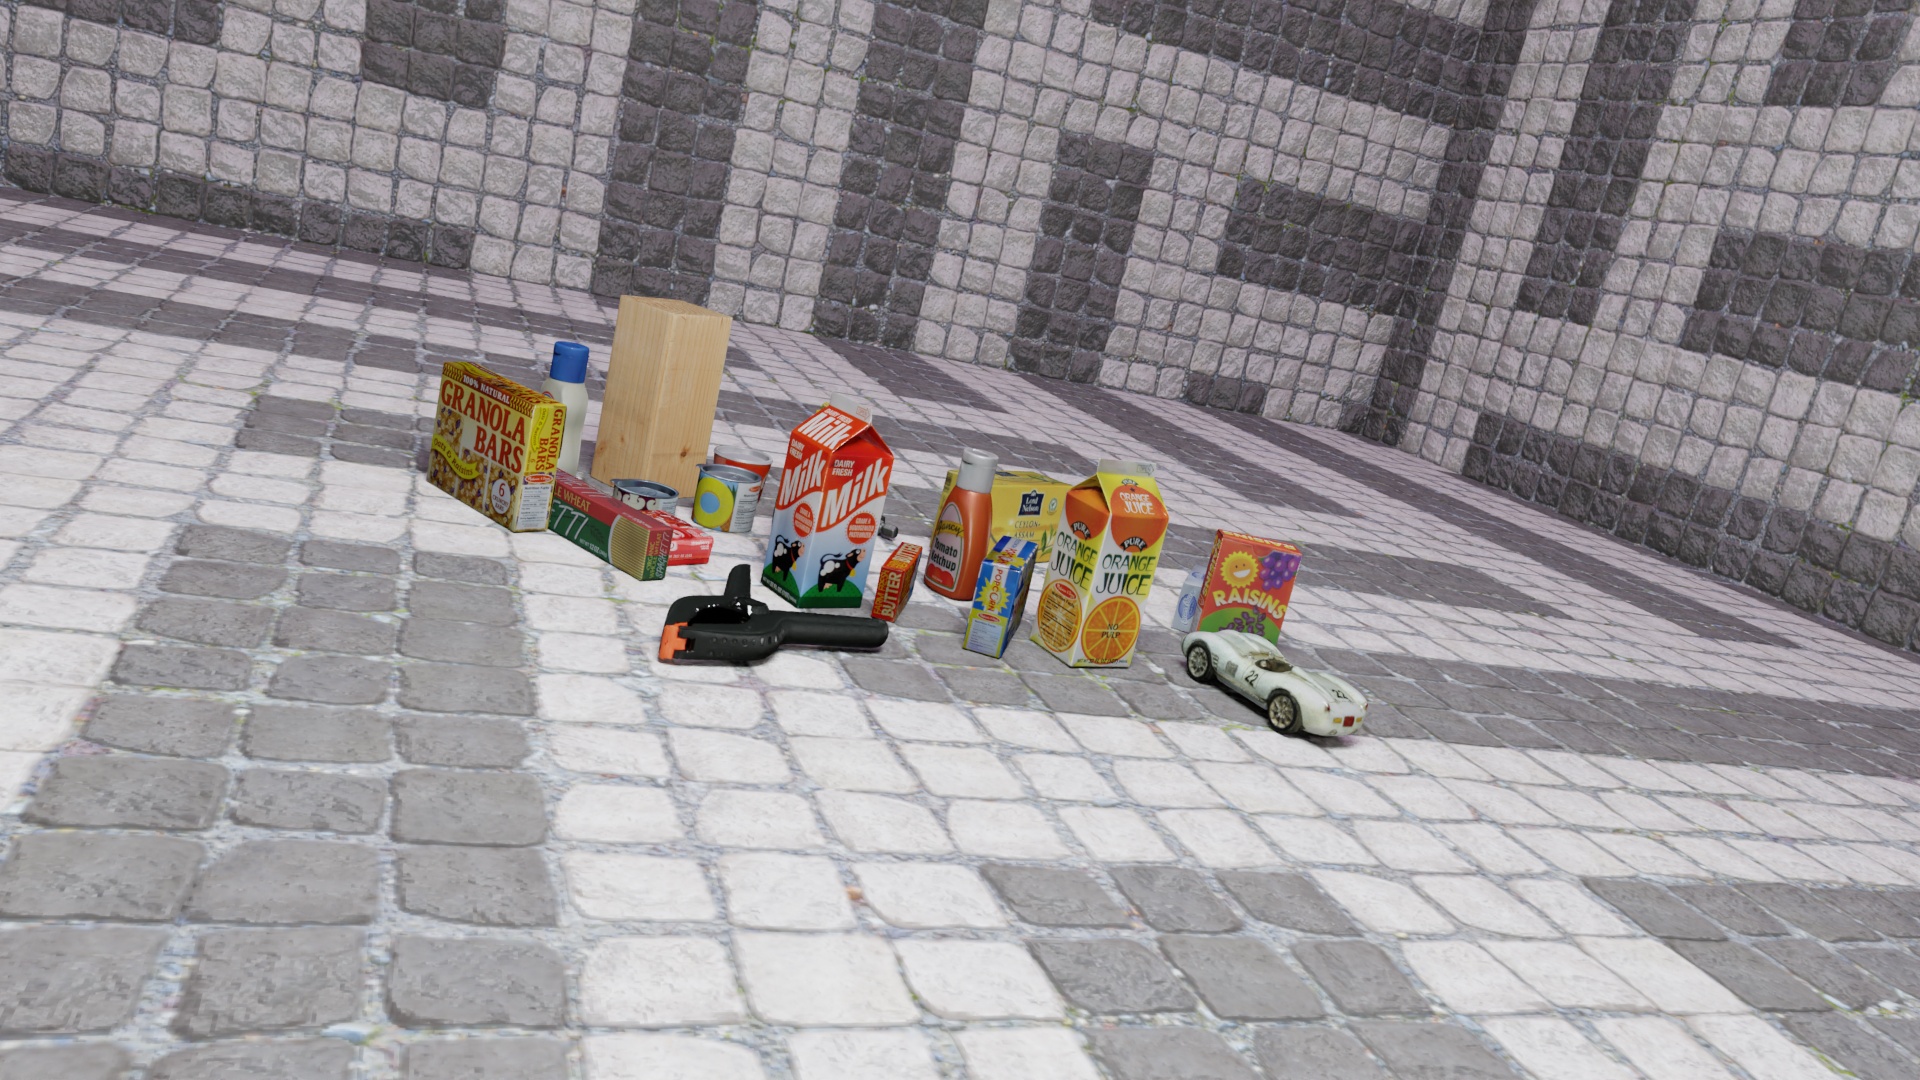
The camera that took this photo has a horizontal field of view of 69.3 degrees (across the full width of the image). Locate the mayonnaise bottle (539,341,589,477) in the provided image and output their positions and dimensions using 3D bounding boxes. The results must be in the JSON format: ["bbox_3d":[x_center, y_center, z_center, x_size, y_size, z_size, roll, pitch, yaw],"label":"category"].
[{"bbox_3d":[-0.424,-0.136,1.475,0.041,0.147,0.065,-1,19,-46],"label":"mayonnaise bottle"}]

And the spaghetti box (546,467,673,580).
[{"bbox_3d":[-0.359,-0.027,1.307,0.250,0.050,0.029,24,17,37],"label":"spaghetti box"}]

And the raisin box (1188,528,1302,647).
[{"bbox_3d":[0.290,0.058,1.424,0.086,0.123,0.040,13,13,-1],"label":"raisin box"}]

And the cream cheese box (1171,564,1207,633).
[{"bbox_3d":[0.254,0.063,1.515,0.024,0.053,0.104,16,14,13],"label":"cream cheese box"}]

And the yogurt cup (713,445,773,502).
[{"bbox_3d":[-0.253,-0.074,1.588,0.072,0.053,0.072,13,14,-3],"label":"yogurt cup"}]

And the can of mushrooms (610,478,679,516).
[{"bbox_3d":[-0.326,-0.040,1.423,0.071,0.033,0.071,12,14,-3],"label":"can of mushrooms"}]

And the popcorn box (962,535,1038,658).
[{"bbox_3d":[0.039,0.050,1.298,0.038,0.085,0.127,15,14,8],"label":"popcorn box"}]

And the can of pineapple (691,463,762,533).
[{"bbox_3d":[-0.249,-0.045,1.467,0.071,0.057,0.071,13,14,-3],"label":"can of pineapple"}]

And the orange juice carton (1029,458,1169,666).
[{"bbox_3d":[0.133,0.017,1.291,0.072,0.192,0.073,4,16,-34],"label":"orange juice carton"}]

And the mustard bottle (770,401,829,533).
[{"bbox_3d":[-0.157,-0.066,1.421,0.049,0.159,0.065,8,14,-21],"label":"mustard bottle"}]

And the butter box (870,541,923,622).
[{"bbox_3d":[-0.060,0.038,1.321,0.024,0.053,0.104,14,14,5],"label":"butter box"}]

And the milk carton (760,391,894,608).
[{"bbox_3d":[-0.119,-0.038,1.279,0.073,0.190,0.072,2,17,-40],"label":"milk carton"}]

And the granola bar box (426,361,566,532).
[{"bbox_3d":[-0.445,-0.092,1.330,0.166,0.124,0.039,24,17,37],"label":"granola bar box"}]

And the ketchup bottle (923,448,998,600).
[{"bbox_3d":[0.005,-0.018,1.403,0.043,0.148,0.065,1,18,-41],"label":"ketchup bottle"}]
